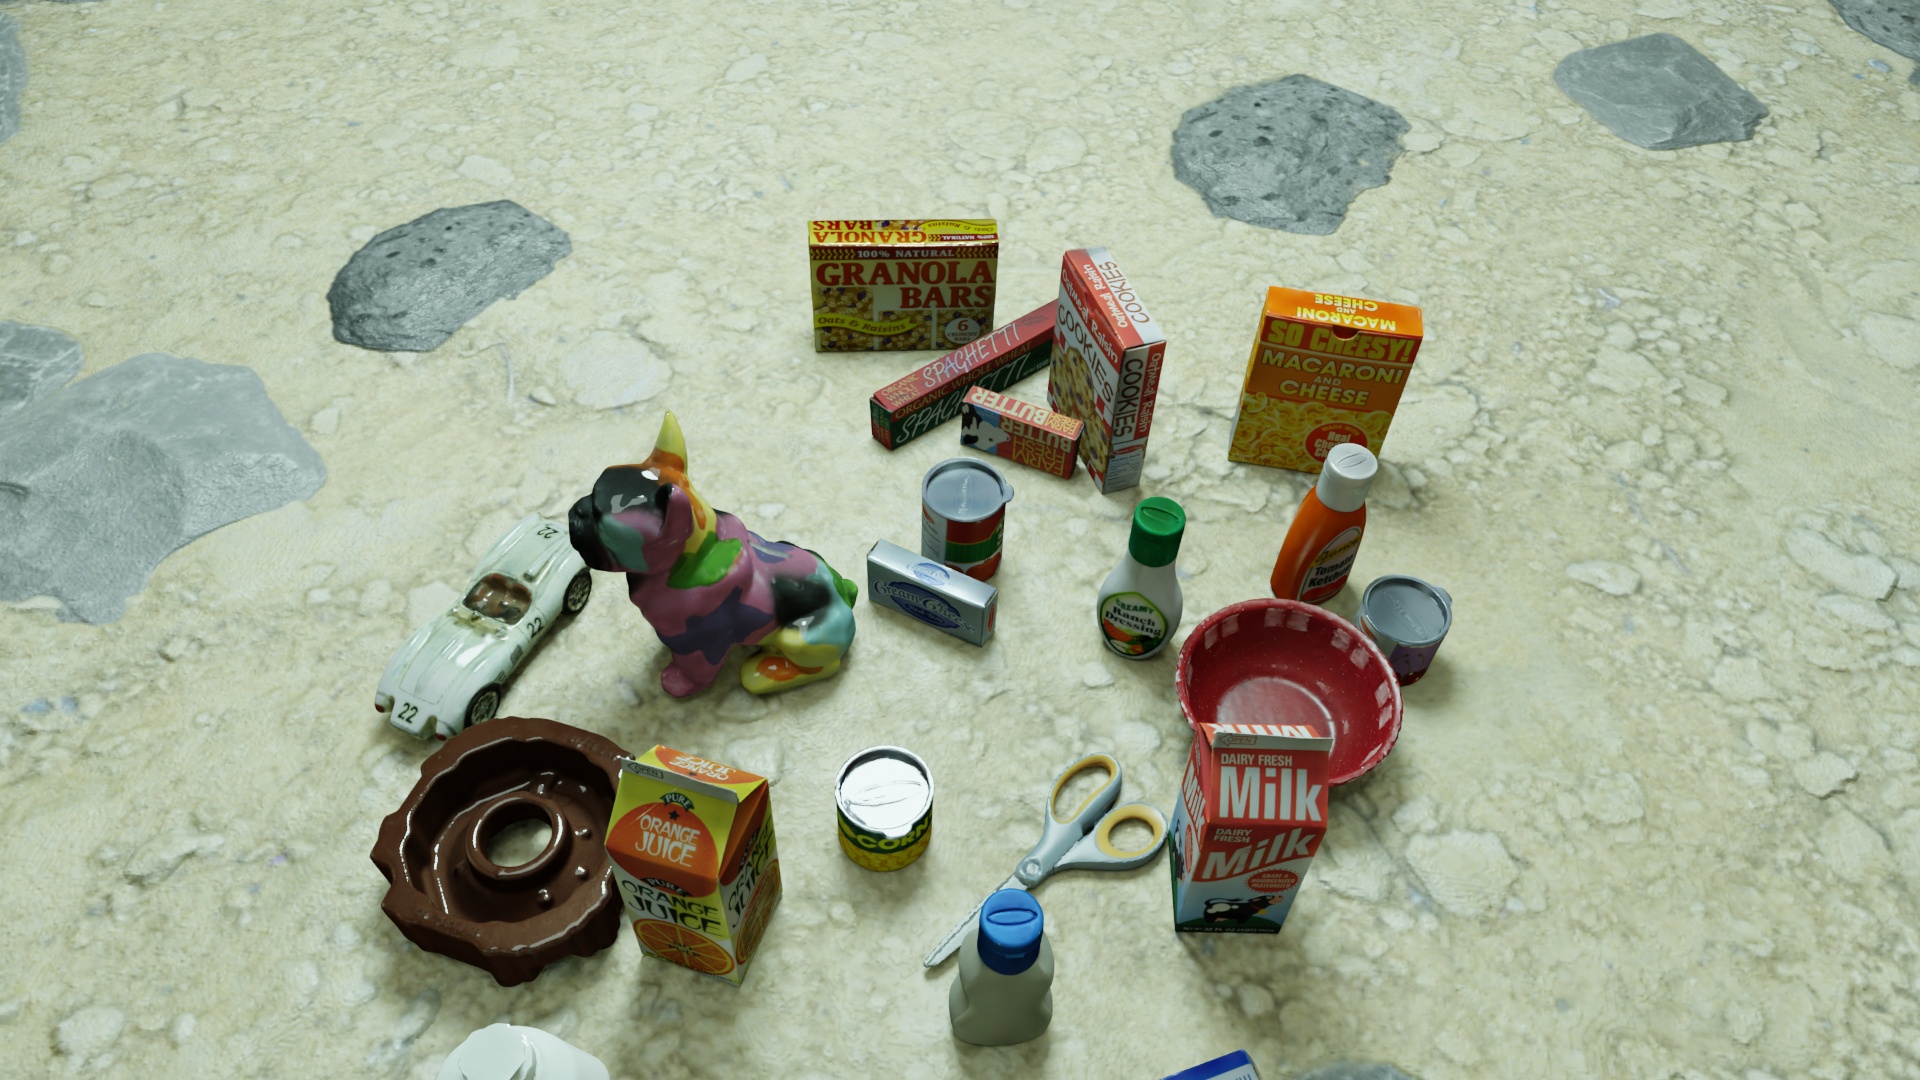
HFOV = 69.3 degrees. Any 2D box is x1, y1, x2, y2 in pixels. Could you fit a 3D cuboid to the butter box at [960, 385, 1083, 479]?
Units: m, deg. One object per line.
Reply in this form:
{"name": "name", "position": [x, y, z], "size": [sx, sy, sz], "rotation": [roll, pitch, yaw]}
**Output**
{"name": "butter box", "position": [0.052, -0.091, 1.179], "size": [0.103, 0.052, 0.024], "rotation": [20, 52, 14]}

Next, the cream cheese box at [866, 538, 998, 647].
{"name": "cream cheese box", "position": [-0.023, 0.041, 1.064], "size": [0.104, 0.053, 0.024], "rotation": [23, 53, 16]}

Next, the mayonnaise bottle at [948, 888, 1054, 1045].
{"name": "mayonnaise bottle", "position": [0.027, 0.255, 0.824], "size": [0.065, 0.147, 0.041], "rotation": [-3, 50, -5]}

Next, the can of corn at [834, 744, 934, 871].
{"name": "can of corn", "position": [-0.051, 0.184, 0.939], "size": [0.071, 0.058, 0.071], "rotation": [1, 50, -1]}

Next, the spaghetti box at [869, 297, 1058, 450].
{"name": "spaghetti box", "position": [0.027, -0.156, 1.235], "size": [0.251, 0.049, 0.029], "rotation": [-31, 58, -25]}

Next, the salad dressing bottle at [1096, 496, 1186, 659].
{"name": "salad dressing bottle", "position": [0.136, 0.028, 1.021], "size": [0.064, 0.146, 0.044], "rotation": [20, 52, 14]}

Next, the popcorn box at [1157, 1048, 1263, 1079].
{"name": "popcorn box", "position": [0.109, 0.343, 0.795], "size": [0.127, 0.084, 0.038], "rotation": [-15, 52, -14]}

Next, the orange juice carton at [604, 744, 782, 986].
{"name": "orange juice carton", "position": [-0.159, 0.190, 0.841], "size": [0.072, 0.191, 0.073], "rotation": [15, 51, 10]}

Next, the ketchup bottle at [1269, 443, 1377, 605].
{"name": "ketchup bottle", "position": [0.281, -0.011, 1.060], "size": [0.065, 0.148, 0.044], "rotation": [-20, 54, -18]}

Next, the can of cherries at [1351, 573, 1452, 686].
{"name": "can of cherries", "position": [0.334, 0.068, 1.054], "size": [0.071, 0.058, 0.072], "rotation": [1, 50, -1]}

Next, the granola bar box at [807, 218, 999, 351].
{"name": "granola bar box", "position": [-0.051, -0.227, 1.243], "size": [0.166, 0.123, 0.039], "rotation": [-2, 50, -4]}

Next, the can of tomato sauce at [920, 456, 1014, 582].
{"name": "can of tomato sauce", "position": [0.004, -0.014, 1.092], "size": [0.071, 0.082, 0.071], "rotation": [1, 50, -1]}

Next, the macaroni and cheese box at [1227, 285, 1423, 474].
{"name": "macaroni and cheese box", "position": [0.298, -0.126, 1.146], "size": [0.124, 0.165, 0.040], "rotation": [9, 50, 5]}

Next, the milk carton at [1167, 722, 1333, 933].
{"name": "milk carton", "position": [0.179, 0.173, 0.873], "size": [0.072, 0.189, 0.074], "rotation": [2, 50, -1]}

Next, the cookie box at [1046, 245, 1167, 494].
{"name": "cookie box", "position": [0.117, -0.140, 1.149], "size": [0.040, 0.166, 0.123], "rotation": [-14, 52, -14]}
